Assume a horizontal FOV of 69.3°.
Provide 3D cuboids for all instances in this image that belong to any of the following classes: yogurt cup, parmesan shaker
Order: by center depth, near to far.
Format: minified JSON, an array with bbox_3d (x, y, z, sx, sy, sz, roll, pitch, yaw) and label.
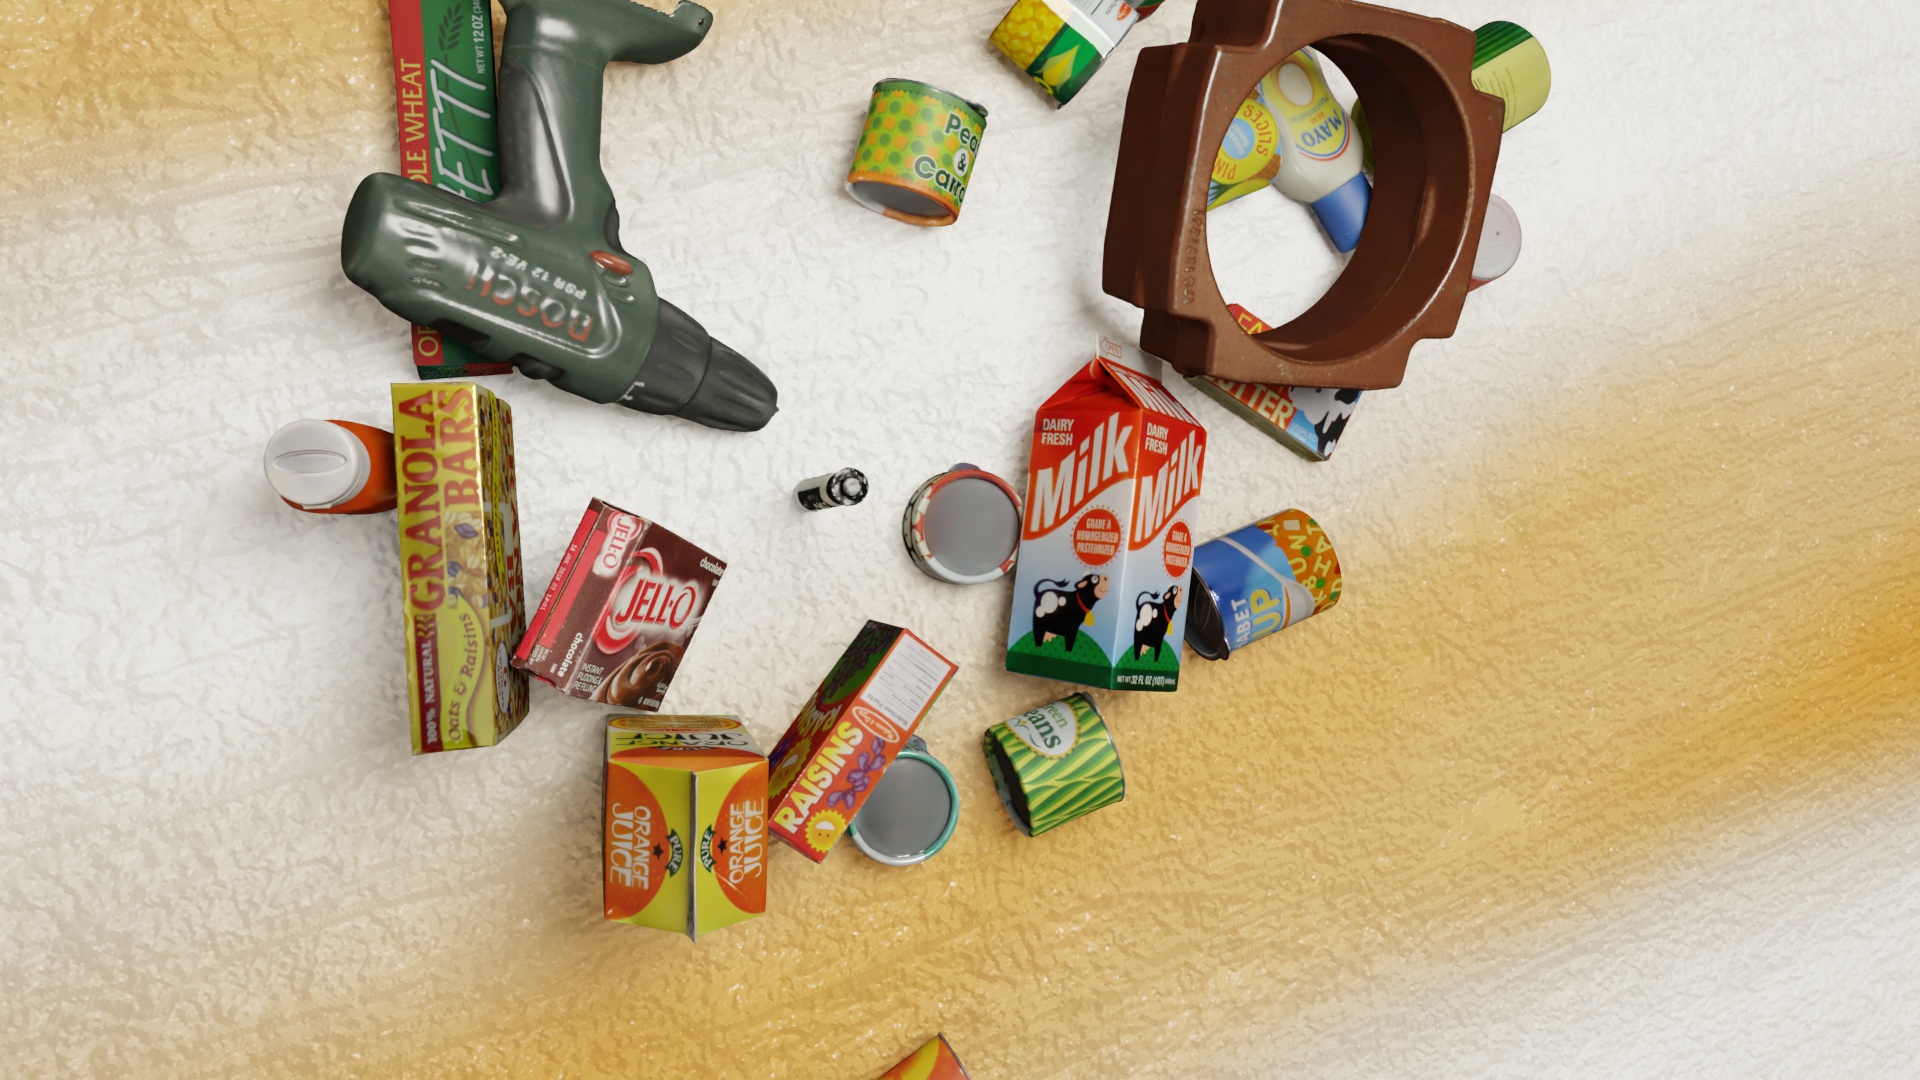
[{"bbox_3d":[0.304,-0.268,0.861,0.103,0.071,0.071,-32,98,-14],"label":"parmesan shaker"},{"bbox_3d":[0.310,-0.185,0.866,0.072,0.054,0.072,0,90,-15],"label":"yogurt cup"}]

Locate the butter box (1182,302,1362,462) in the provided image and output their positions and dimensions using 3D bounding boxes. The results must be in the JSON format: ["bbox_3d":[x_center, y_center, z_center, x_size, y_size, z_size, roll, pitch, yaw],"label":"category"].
[{"bbox_3d":[0.191,-0.095,0.846,0.103,0.024,0.053,31,81,-13],"label":"butter box"}]

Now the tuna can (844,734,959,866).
[{"bbox_3d":[-0.034,0.144,0.775,0.071,0.033,0.071,0,90,-16],"label":"tuna can"}]

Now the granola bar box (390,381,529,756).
[{"bbox_3d":[-0.238,0.011,0.671,0.039,0.124,0.165,-3,91,-11],"label":"granola bar box"}]

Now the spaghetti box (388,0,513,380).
[{"bbox_3d":[-0.264,-0.209,0.717,0.050,0.028,0.250,-4,90,-17],"label":"spaghetti box"}]

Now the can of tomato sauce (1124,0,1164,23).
[{"bbox_3d":[0.106,-0.344,0.795,0.071,0.083,0.071,0,90,-16],"label":"can of tomato sauce"}]

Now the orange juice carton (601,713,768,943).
[{"bbox_3d":[-0.134,0.130,0.664,0.073,0.192,0.071,2,90,-15],"label":"orange juice carton"}]

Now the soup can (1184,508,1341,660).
[{"bbox_3d":[0.172,0.027,0.816,0.084,0.071,0.071,-21,95,-15],"label":"soup can"}]

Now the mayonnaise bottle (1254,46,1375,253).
[{"bbox_3d":[0.209,-0.247,0.845,0.065,0.041,0.148,-36,98,-15],"label":"mayonnaise bottle"}]

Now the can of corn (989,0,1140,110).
[{"bbox_3d":[0.057,-0.291,0.791,0.058,0.071,0.071,39,80,-11],"label":"can of corn"}]

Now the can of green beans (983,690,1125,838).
[{"bbox_3d":[0.052,0.126,0.783,0.058,0.071,0.071,-19,95,-15],"label":"can of green beans"}]

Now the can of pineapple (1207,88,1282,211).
[{"bbox_3d":[0.146,-0.228,0.812,0.058,0.071,0.071,-25,96,-15],"label":"can of pineapple"}]

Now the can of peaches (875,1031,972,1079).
[{"bbox_3d":[-0.016,0.315,0.758,0.058,0.071,0.071,-32,98,-12],"label":"can of peaches"}]

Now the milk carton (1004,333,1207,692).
[{"bbox_3d":[0.084,-0.015,0.777,0.072,0.073,0.190,11,85,-51],"label":"milk carton"}]

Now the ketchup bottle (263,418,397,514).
[{"bbox_3d":[-0.288,-0.033,0.645,0.065,0.149,0.043,-4,92,-16],"label":"ketchup bottle"}]

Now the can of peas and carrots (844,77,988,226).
[{"bbox_3d":[-0.023,-0.212,0.764,0.071,0.071,0.059,18,86,-15],"label":"can of peas and carrots"}]

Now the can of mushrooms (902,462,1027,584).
[{"bbox_3d":[0.003,-0.010,0.787,0.071,0.033,0.071,0,90,-15],"label":"can of mushrooms"}]

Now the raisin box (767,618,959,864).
[{"bbox_3d":[-0.061,0.103,0.740,0.040,0.086,0.123,38,80,-14],"label":"raisin box"}]
